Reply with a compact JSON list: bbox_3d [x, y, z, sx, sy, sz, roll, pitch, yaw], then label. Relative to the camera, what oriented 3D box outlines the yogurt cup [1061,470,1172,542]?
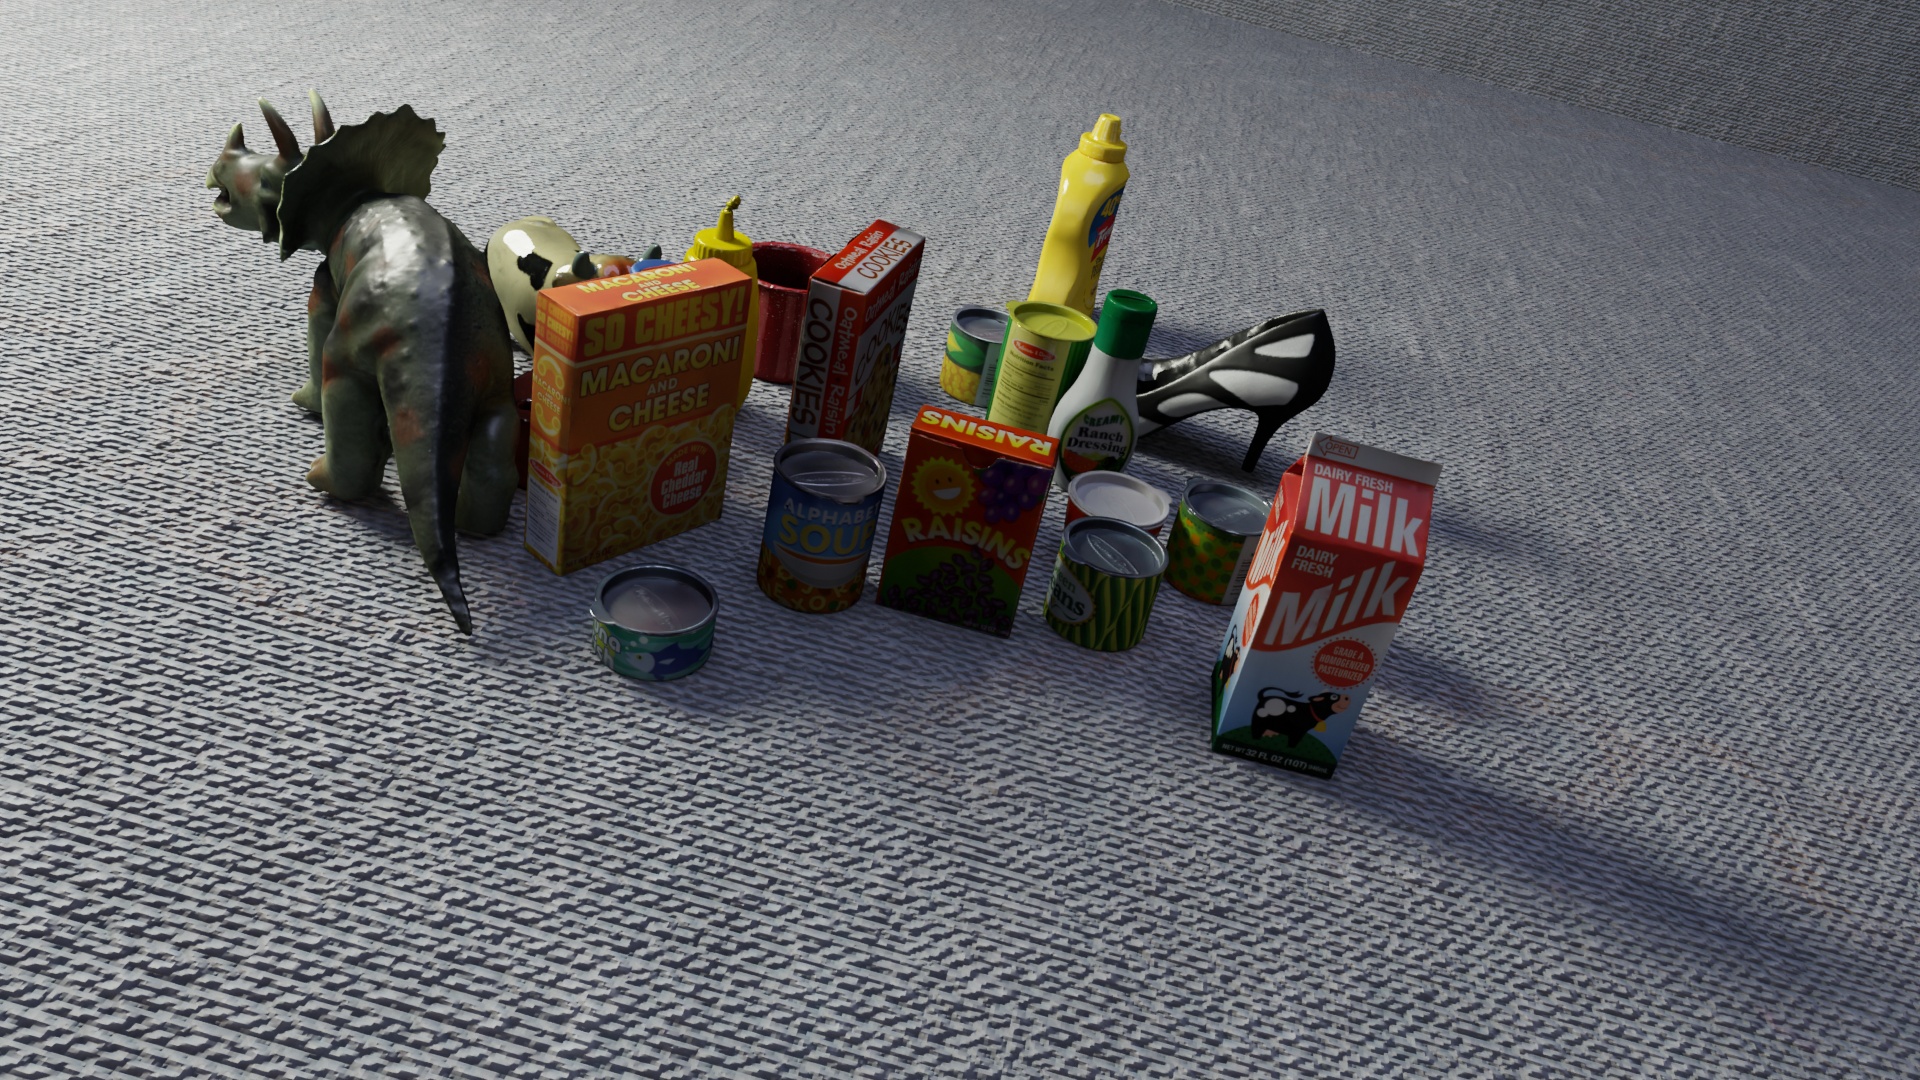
[{"bbox_3d":[0.099,-0.007,0.917,0.072,0.053,0.073,10,32,-6],"label":"yogurt cup"}]

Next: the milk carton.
[{"bbox_3d":[0.198,0.031,0.766,0.072,0.189,0.074,14,31,1],"label":"milk carton"}]

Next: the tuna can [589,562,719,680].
[{"bbox_3d":[-0.168,0.044,0.754,0.071,0.032,0.071,10,32,-6],"label":"tuna can"}]

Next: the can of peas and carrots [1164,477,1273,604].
[{"bbox_3d":[0.171,0.000,0.930,0.071,0.058,0.071,10,32,-6],"label":"can of peas and carrots"}]

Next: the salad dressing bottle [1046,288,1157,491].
[{"bbox_3d":[0.102,-0.104,0.984,0.064,0.146,0.044,8,32,-10],"label":"salad dressing bottle"}]

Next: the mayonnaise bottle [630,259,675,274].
[{"bbox_3d":[-0.192,-0.100,0.863,0.065,0.147,0.041,-12,39,-35],"label":"mayonnaise bottle"}]

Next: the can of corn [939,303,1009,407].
[{"bbox_3d":[0.019,-0.147,1.106,0.071,0.058,0.071,10,32,-6],"label":"can of corn"}]

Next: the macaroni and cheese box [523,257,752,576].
[{"bbox_3d":[-0.188,-0.074,0.806,0.040,0.165,0.124,33,36,28],"label":"macaroni and cheese box"}]

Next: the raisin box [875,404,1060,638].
[{"bbox_3d":[0.003,-0.010,0.820,0.086,0.122,0.040,15,31,3],"label":"raisin box"}]

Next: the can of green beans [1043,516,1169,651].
[{"bbox_3d":[0.089,0.027,0.857,0.071,0.057,0.071,10,32,-6],"label":"can of green beans"}]

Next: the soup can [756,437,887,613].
[{"bbox_3d":[-0.082,-0.007,0.820,0.071,0.083,0.072,10,31,-6],"label":"soup can"}]

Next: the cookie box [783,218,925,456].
[{"bbox_3d":[-0.073,-0.111,0.909,0.040,0.166,0.123,18,32,7],"label":"cookie box"}]

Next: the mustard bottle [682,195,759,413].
[{"bbox_3d":[-0.171,-0.163,0.961,0.065,0.159,0.049,32,36,27],"label":"mustard bottle"}]

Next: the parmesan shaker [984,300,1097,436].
[{"bbox_3d":[0.055,-0.118,1.032,0.071,0.102,0.071,10,31,-6],"label":"parmesan shaker"}]
